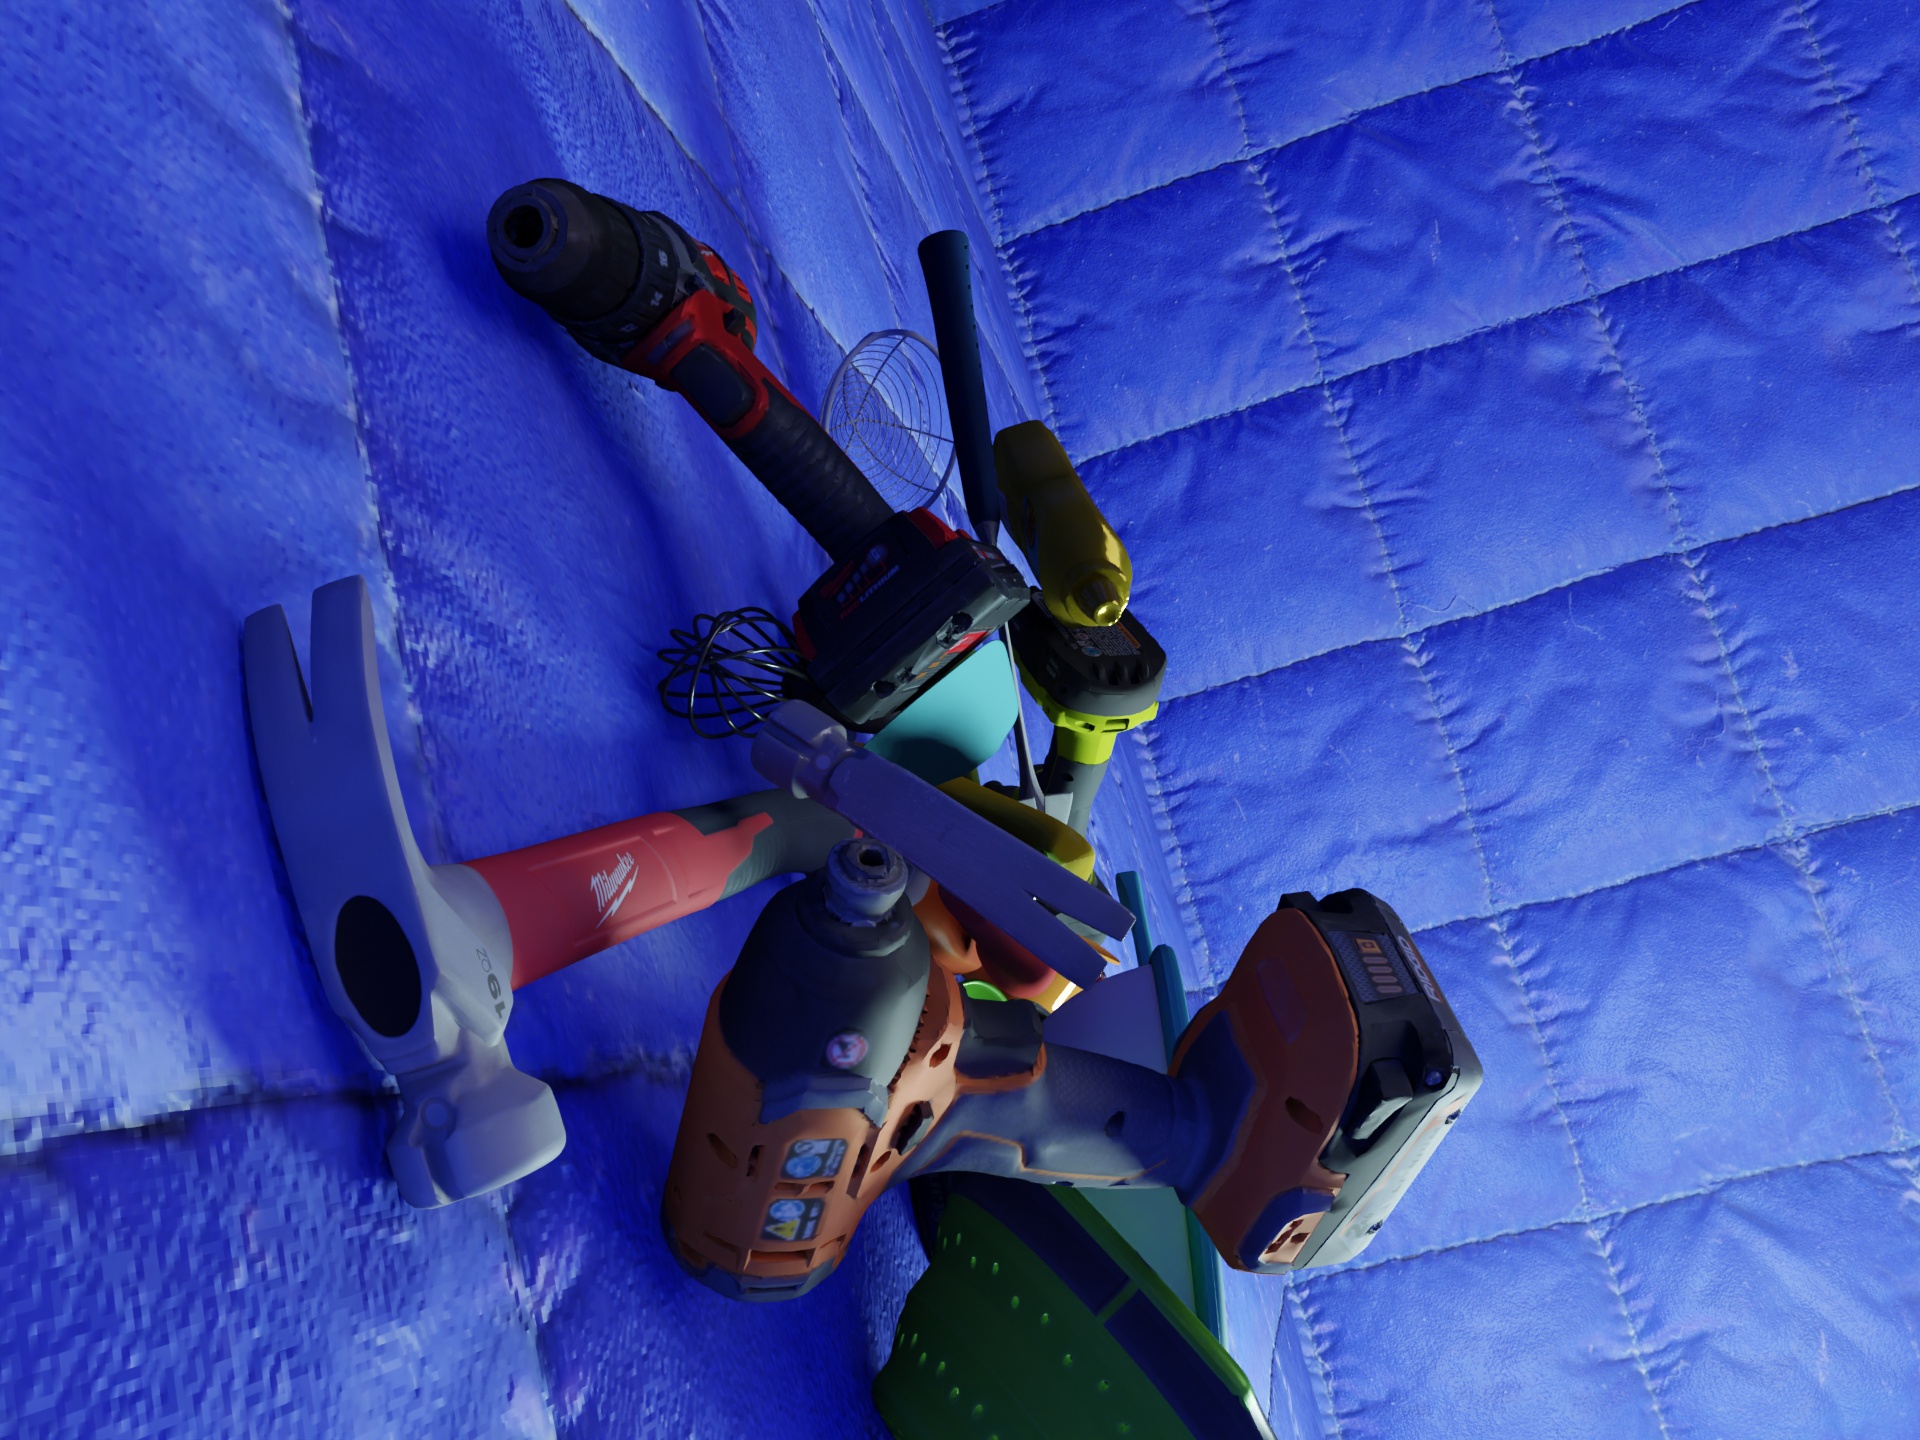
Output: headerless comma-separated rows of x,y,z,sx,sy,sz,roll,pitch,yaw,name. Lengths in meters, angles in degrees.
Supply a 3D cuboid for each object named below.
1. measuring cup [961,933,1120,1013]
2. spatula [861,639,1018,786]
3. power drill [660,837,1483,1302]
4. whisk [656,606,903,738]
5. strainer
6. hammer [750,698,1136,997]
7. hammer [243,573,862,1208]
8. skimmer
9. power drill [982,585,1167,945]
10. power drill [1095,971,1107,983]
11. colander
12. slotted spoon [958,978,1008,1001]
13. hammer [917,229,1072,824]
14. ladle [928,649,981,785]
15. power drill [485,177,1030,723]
0.054,0.157,1.008,0.095,0.052,0.173,40,5,31,measuring cup
-0.001,-0.003,0.807,0.044,0.082,0.317,50,3,-2,spatula
0.034,0.102,0.478,0.084,0.226,0.164,-108,-152,-48,power drill
-0.068,-0.012,0.700,0.239,0.055,0.055,16,57,-73,whisk
0.070,0.187,0.830,0.341,0.095,0.210,-92,174,-60,strainer
0.018,0.089,0.707,0.149,0.037,0.358,32,-9,17,hammer
-0.100,0.033,0.539,0.386,0.038,0.143,-10,82,-80,hammer
-0.041,-0.111,0.936,0.364,0.090,0.127,-93,164,-52,skimmer
0.062,0.026,1.094,0.171,0.080,0.223,-123,-144,-51,power drill
0.122,0.267,1.180,0.219,0.078,0.143,54,10,-29,power drill
0.037,0.313,0.673,0.205,0.094,0.396,43,-22,27,colander
0.055,0.279,0.865,0.070,0.031,0.313,-34,102,-36,slotted spoon
0.019,-0.110,0.977,0.144,0.035,0.406,91,-9,-79,hammer
0.000,0.075,1.018,0.078,0.062,0.320,-55,137,-67,ladle
-0.079,-0.110,0.617,0.227,0.080,0.188,50,9,3,power drill
